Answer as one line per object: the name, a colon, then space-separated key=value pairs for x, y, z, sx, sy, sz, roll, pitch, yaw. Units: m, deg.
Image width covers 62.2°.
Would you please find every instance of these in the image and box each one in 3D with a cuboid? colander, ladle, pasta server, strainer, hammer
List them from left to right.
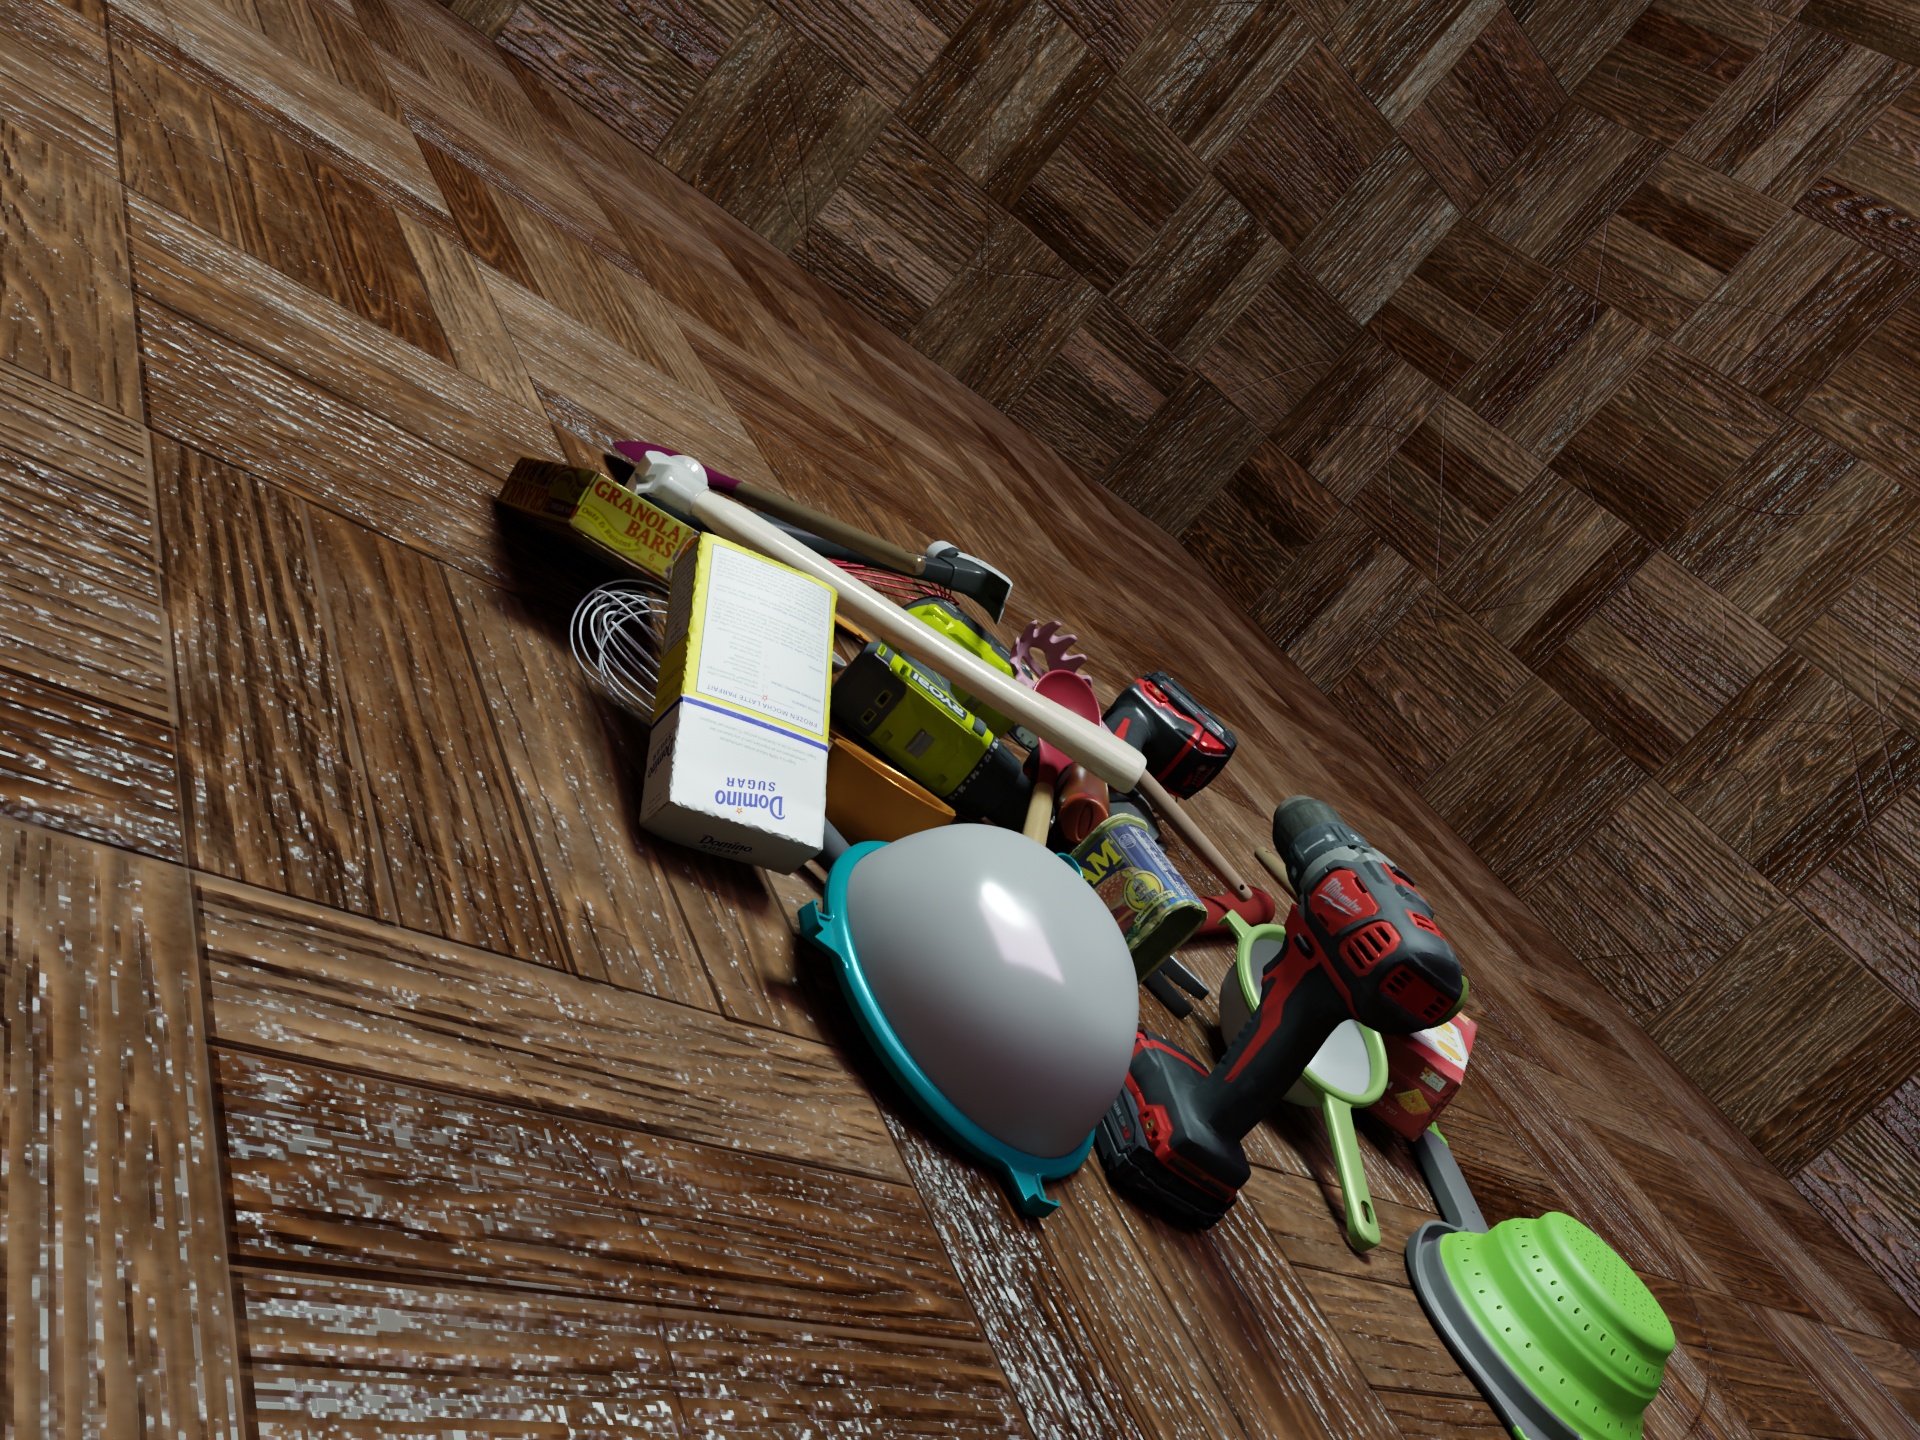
hammer: x=-0.109 y=-0.139 z=1.266 sx=0.334 sy=0.035 sz=0.146 roll=10 pitch=16 yaw=-33
hammer: x=-0.048 y=-0.066 z=1.114 sx=0.410 sy=0.038 sz=0.146 roll=32 pitch=8 yaw=-4
ladle: x=0.058 y=0.065 z=1.128 sx=0.069 sy=0.031 sz=0.316 roll=39 pitch=34 yaw=-16
strainer: x=0.050 y=0.116 z=0.912 sx=0.211 sy=0.095 sz=0.340 roll=51 pitch=21 yaw=1
pasta server: x=0.146 y=0.041 z=1.324 sx=0.316 sy=0.060 sz=0.040 roll=47 pitch=-18 yaw=-15
hammer: x=0.204 y=0.172 z=1.337 sx=0.149 sy=0.036 sz=0.359 roll=48 pitch=17 yaw=23
strainer: x=0.244 y=0.268 z=1.143 sx=0.151 sy=0.069 sz=0.257 roll=28 pitch=37 yaw=-28
ladle: x=0.324 y=0.167 z=1.348 sx=0.078 sy=0.062 sz=0.320 roll=14 pitch=16 yaw=-19
colander: x=0.409 y=0.376 z=1.152 sx=0.204 sy=0.094 sz=0.397 roll=38 pitch=16 yaw=-12

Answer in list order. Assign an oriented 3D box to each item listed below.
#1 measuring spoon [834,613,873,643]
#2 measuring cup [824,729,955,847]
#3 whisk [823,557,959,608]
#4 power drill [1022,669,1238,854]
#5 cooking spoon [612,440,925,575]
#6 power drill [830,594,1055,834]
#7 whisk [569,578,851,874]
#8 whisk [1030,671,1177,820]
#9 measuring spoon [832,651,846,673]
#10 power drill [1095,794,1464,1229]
measuring spoon: x=-0.113 y=-0.085 z=1.335 sx=0.116 sy=0.011 sz=0.021 roll=31 pitch=17 yaw=-46
measuring cup: x=-0.070 y=0.045 z=1.011 sx=0.095 sy=0.052 sz=0.174 roll=32 pitch=0 yaw=-28
whisk: x=-0.109 y=-0.127 z=1.376 sx=0.295 sy=0.073 sz=0.073 roll=14 pitch=30 yaw=-46
power drill: x=0.159 y=0.045 z=1.430 sx=0.143 sy=0.078 sz=0.219 roll=43 pitch=33 yaw=11
cooking spoon: x=-0.149 y=-0.167 z=1.210 sx=0.319 sy=0.017 sz=0.068 roll=26 pitch=16 yaw=32
power drill: x=-0.002 y=-0.004 z=1.250 sx=0.190 sy=0.080 sz=0.229 roll=39 pitch=18 yaw=-8
whisk: x=-0.118 y=0.027 z=0.920 sx=0.284 sy=0.070 sz=0.070 roll=47 pitch=15 yaw=3
whisk: x=0.123 y=0.012 z=1.574 sx=0.245 sy=0.047 sz=0.051 roll=45 pitch=16 yaw=25
measuring spoon: x=-0.143 y=-0.070 z=1.213 sx=0.124 sy=0.018 sz=0.034 roll=33 pitch=9 yaw=-6
power drill: x=0.170 y=0.158 z=0.920 sx=0.080 sy=0.226 sz=0.188 roll=35 pitch=17 yaw=-24
